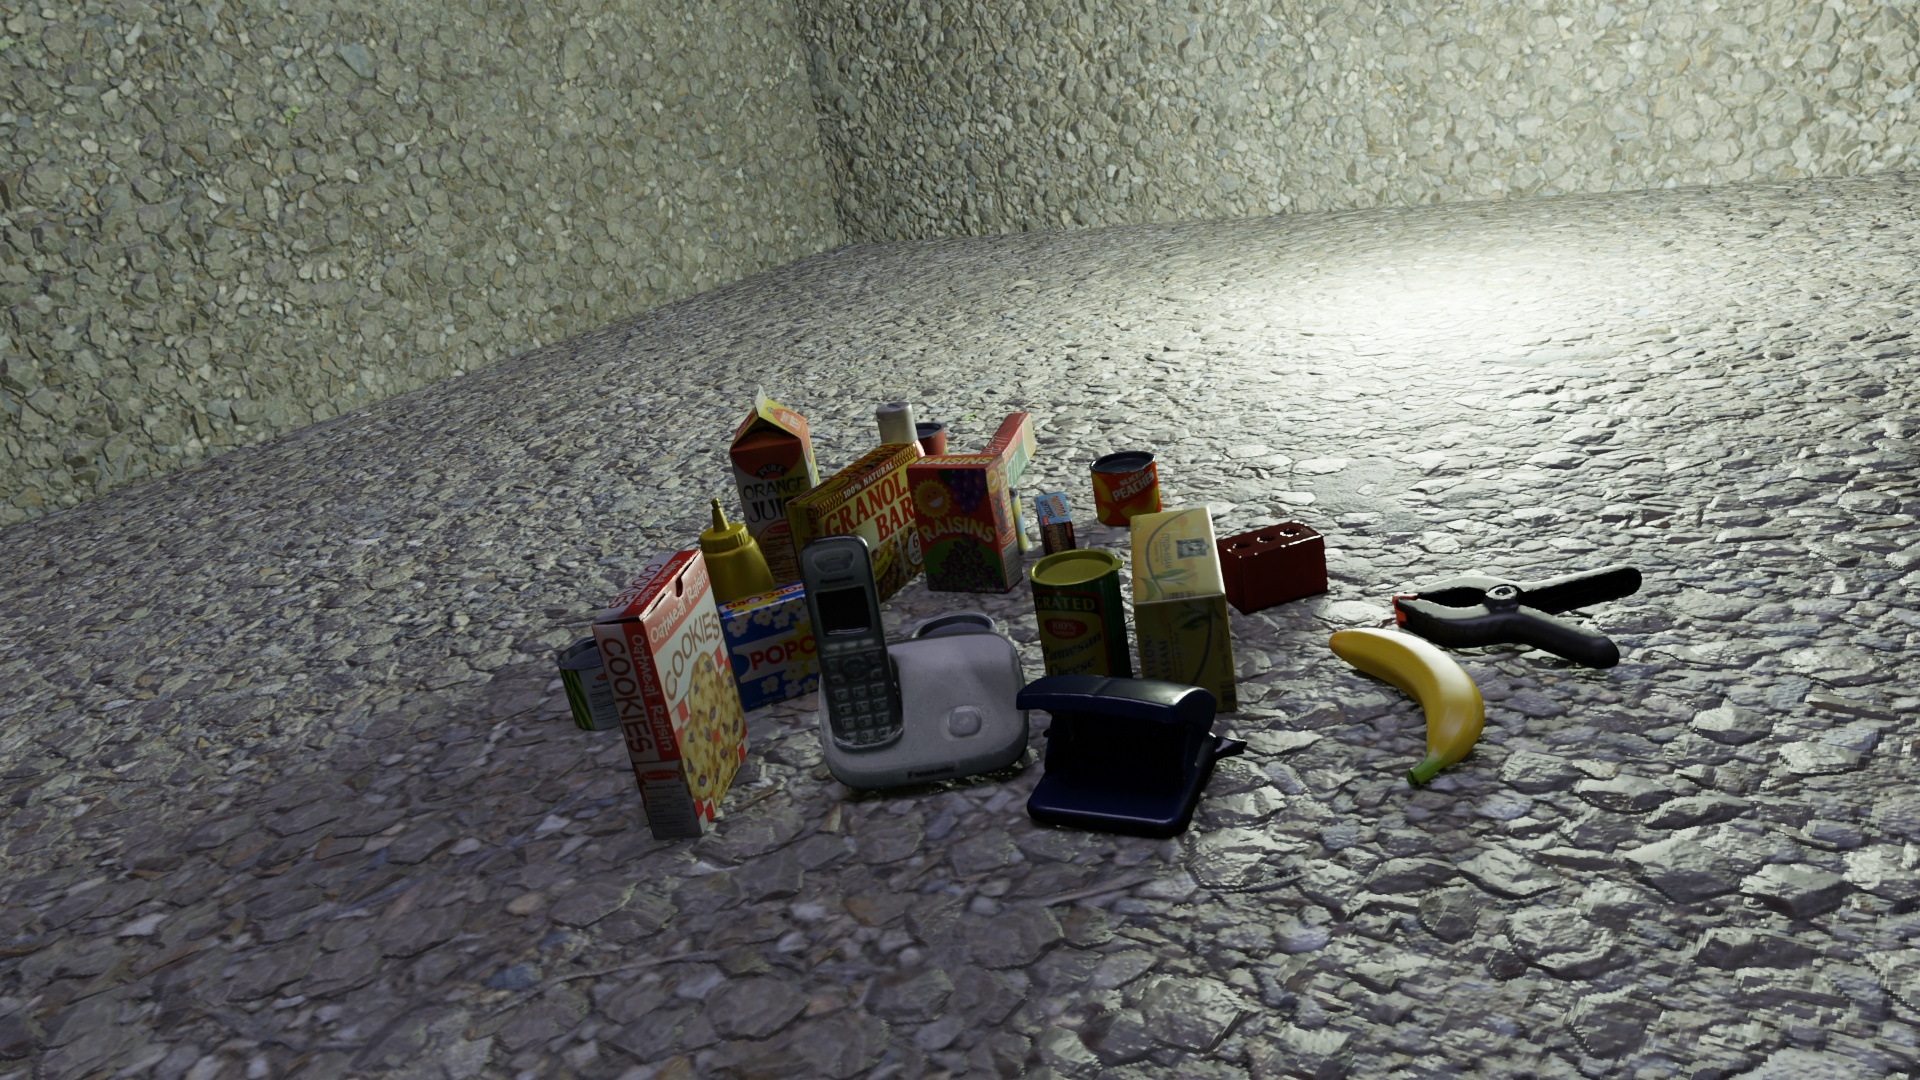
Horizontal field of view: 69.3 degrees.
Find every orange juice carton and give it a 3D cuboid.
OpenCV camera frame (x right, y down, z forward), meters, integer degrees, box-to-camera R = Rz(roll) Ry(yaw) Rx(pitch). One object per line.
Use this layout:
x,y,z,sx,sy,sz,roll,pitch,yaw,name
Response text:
-0.178,-0.053,1.366,0.073,0.192,0.072,-10,19,2,orange juice carton

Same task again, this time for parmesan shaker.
0.094,0.066,1.036,0.071,0.102,0.071,-9,20,3,parmesan shaker

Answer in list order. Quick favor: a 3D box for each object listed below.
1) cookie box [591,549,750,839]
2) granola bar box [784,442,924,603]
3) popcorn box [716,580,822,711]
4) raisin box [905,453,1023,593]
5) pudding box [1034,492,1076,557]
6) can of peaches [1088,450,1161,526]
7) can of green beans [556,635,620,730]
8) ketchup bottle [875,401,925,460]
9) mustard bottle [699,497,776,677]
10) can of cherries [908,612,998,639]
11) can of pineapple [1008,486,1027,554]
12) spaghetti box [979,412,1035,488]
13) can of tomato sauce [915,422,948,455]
-0.199,0.105,0.981,0.040,0.166,0.123,-7,20,11,cookie box
-0.090,-0.006,1.293,0.039,0.123,0.166,2,23,31,granola bar box
-0.128,0.079,1.139,0.127,0.085,0.038,-16,20,-15,popcorn box
0.005,-0.016,1.274,0.086,0.123,0.040,1,23,30,raisin box
0.091,-0.009,1.320,0.030,0.049,0.084,-10,20,2,pudding box
0.166,-0.052,1.386,0.071,0.058,0.071,-9,20,3,can of peaches
-0.296,0.117,1.158,0.071,0.057,0.071,-9,20,3,can of green beans
-0.055,-0.064,1.397,0.044,0.148,0.065,-19,21,-22,ketchup bottle
-0.189,0.037,1.174,0.049,0.159,0.065,5,25,37,mustard bottle
0.000,0.095,1.068,0.071,0.058,0.072,-9,20,3,can of cherries
0.029,-0.016,1.357,0.071,0.057,0.071,-9,20,3,can of pineapple
0.044,-0.083,1.544,0.028,0.050,0.251,-5,21,17,spaghetti box
-0.042,-0.083,1.538,0.071,0.082,0.071,-9,20,3,can of tomato sauce
